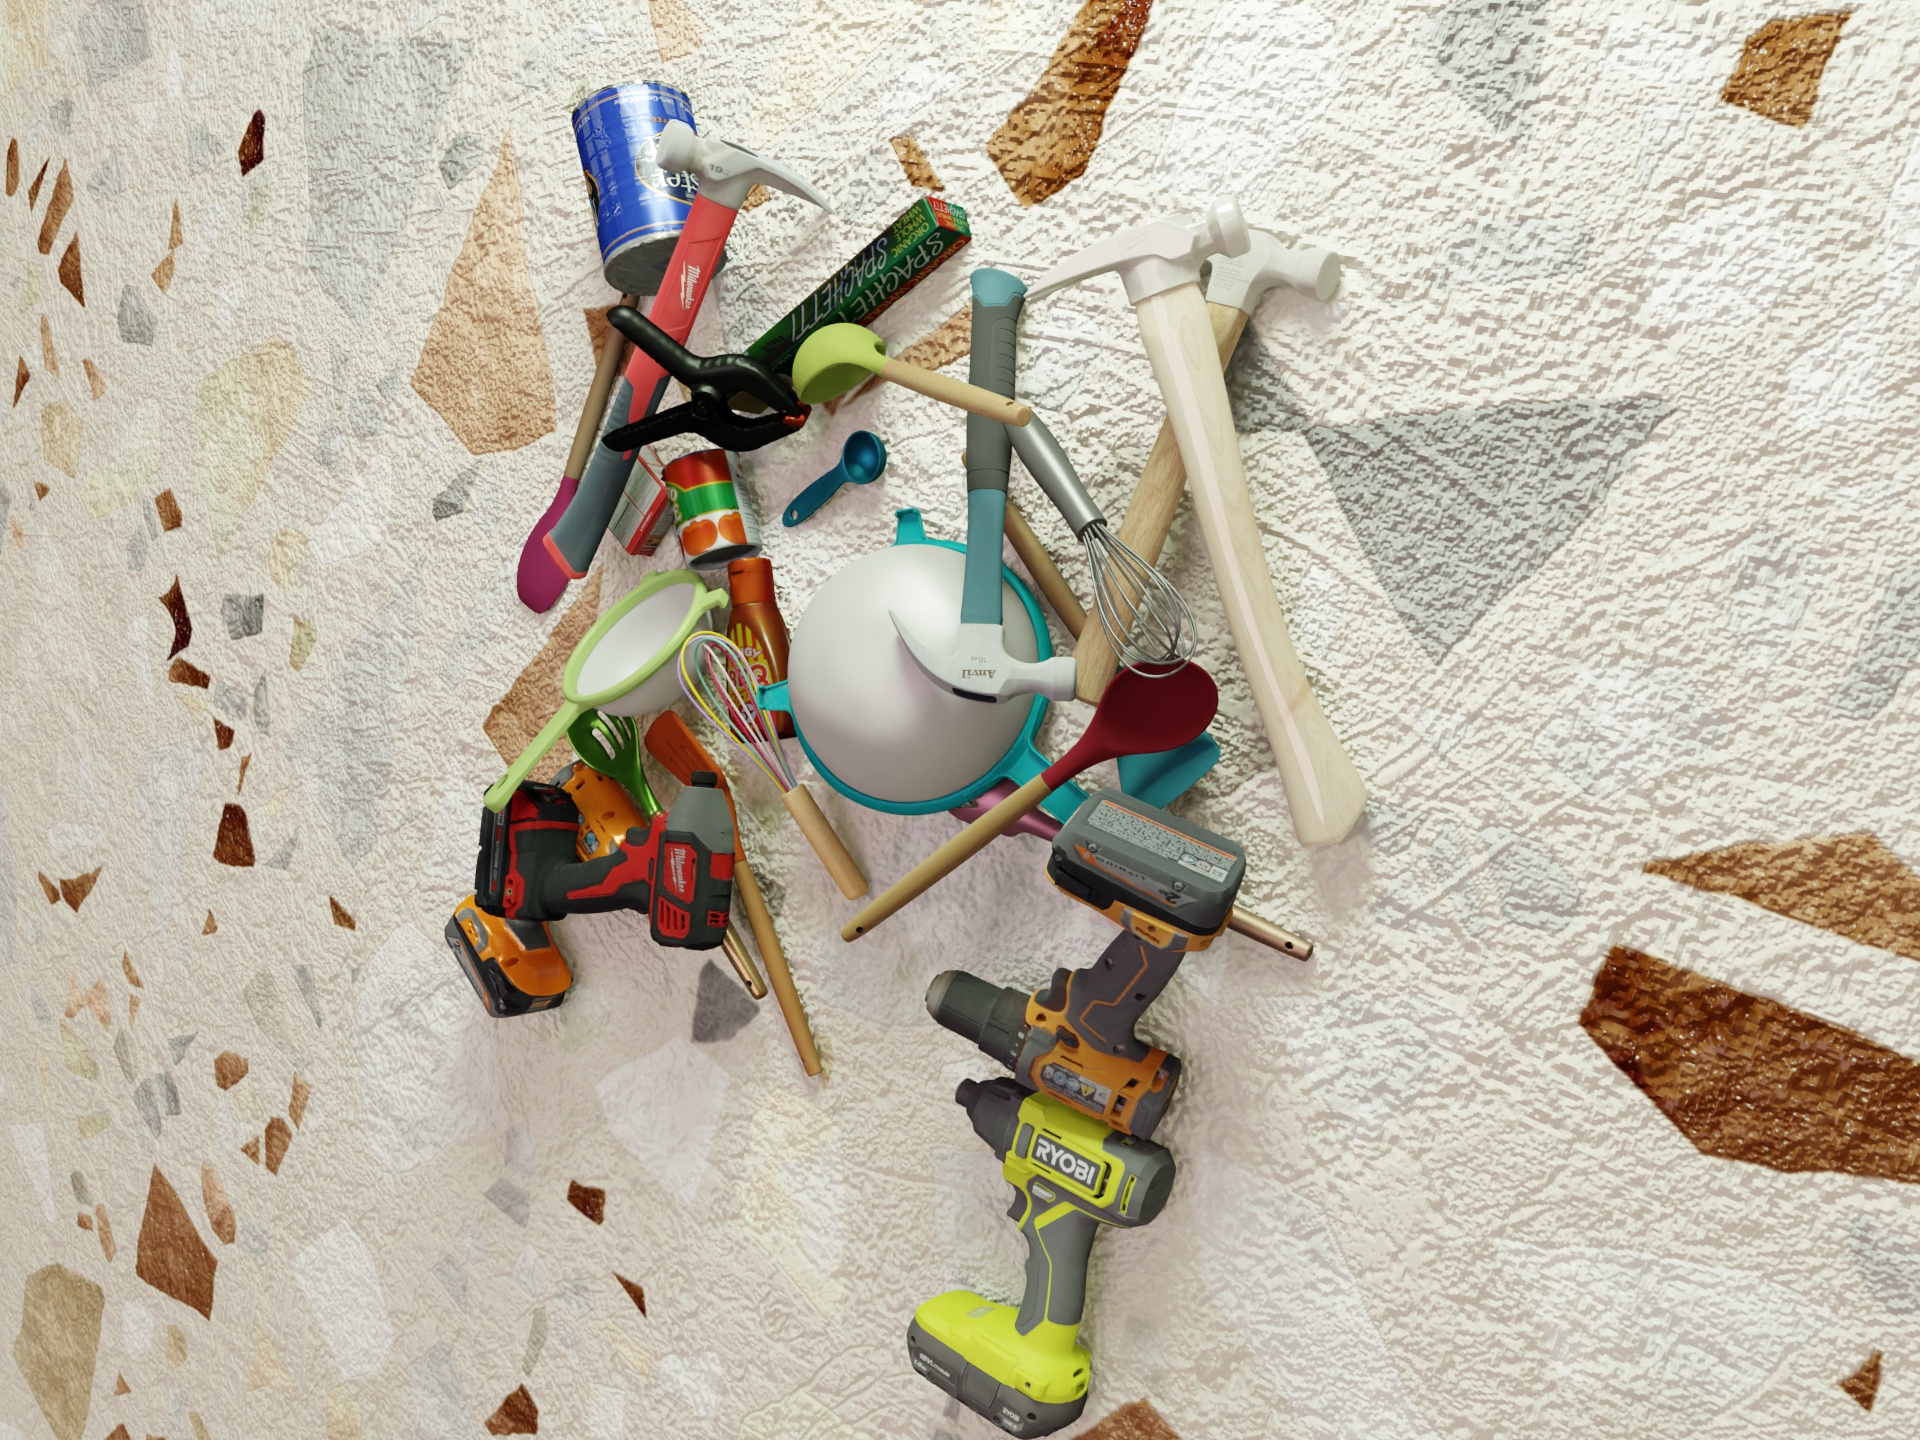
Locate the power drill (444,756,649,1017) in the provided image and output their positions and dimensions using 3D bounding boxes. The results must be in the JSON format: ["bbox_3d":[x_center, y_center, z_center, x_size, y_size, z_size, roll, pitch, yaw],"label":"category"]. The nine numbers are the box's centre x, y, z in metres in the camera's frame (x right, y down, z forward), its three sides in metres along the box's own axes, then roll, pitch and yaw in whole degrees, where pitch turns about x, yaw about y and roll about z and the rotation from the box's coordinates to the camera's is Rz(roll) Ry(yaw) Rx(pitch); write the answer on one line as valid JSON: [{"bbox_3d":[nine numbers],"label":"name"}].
[{"bbox_3d":[-0.350,0.165,1.417,0.226,0.084,0.164,-48,66,22],"label":"power drill"}]

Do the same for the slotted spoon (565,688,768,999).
[{"bbox_3d":[-0.246,0.102,1.346,0.070,0.031,0.314,-42,71,23],"label":"slotted spoon"}]

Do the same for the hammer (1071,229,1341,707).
[{"bbox_3d":[0.137,-0.169,1.073,0.130,0.031,0.331,25,98,34],"label":"hammer"}]

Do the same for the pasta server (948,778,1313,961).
[{"bbox_3d":[0.107,0.095,1.128,0.316,0.040,0.060,24,105,28],"label":"pasta server"}]

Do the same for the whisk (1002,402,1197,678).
[{"bbox_3d":[0.083,-0.124,1.046,0.055,0.055,0.239,-45,57,27],"label":"whisk"}]

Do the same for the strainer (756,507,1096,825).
[{"bbox_3d":[-0.002,-0.004,1.125,0.341,0.095,0.211,41,94,25],"label":"strainer"}]

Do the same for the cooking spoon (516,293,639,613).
[{"bbox_3d":[-0.344,-0.244,1.437,0.069,0.017,0.318,34,110,29],"label":"cooking spoon"}]

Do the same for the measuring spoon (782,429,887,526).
[{"bbox_3d":[-0.099,-0.188,1.273,0.128,0.021,0.042,-31,74,41],"label":"measuring spoon"}]

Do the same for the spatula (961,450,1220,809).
[{"bbox_3d":[0.078,-0.075,1.131,0.082,0.044,0.318,-41,68,23],"label":"spatula"}]

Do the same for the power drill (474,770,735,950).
[{"bbox_3d":[-0.284,0.107,1.304,0.220,0.078,0.143,3,86,24],"label":"power drill"}]

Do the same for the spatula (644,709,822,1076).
[{"bbox_3d":[-0.184,0.144,1.322,0.081,0.041,0.323,-38,70,55],"label":"spatula"}]

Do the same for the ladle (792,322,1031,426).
[{"bbox_3d":[-0.034,-0.232,1.122,0.320,0.078,0.062,35,149,54],"label":"ladle"}]

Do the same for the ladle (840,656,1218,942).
[{"bbox_3d":[0.040,0.059,1.075,0.315,0.031,0.069,-38,108,14],"label":"ladle"}]

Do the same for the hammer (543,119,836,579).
[{"bbox_3d":[-0.240,-0.280,1.303,0.386,0.143,0.038,-61,31,24],"label":"hammer"}]

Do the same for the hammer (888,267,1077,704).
[{"bbox_3d":[0.021,-0.170,1.115,0.128,0.033,0.331,1,71,6],"label":"hammer"}]

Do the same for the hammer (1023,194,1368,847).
[{"bbox_3d":[0.166,-0.115,1.023,0.146,0.038,0.410,-17,92,16],"label":"hammer"}]

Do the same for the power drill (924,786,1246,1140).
[{"bbox_3d":[0.079,0.160,1.074,0.185,0.084,0.226,23,121,15],"label":"power drill"}]

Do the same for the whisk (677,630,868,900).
[{"bbox_3d":[-0.142,0.034,1.253,0.051,0.047,0.245,-29,96,29],"label":"whisk"}]

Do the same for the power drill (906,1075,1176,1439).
[{"bbox_3d":[0.046,0.379,1.150,0.171,0.080,0.223,20,99,32],"label":"power drill"}]

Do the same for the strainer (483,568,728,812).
[{"bbox_3d":[-0.287,-0.012,1.318,0.256,0.069,0.152,-51,34,-14],"label":"strainer"}]
